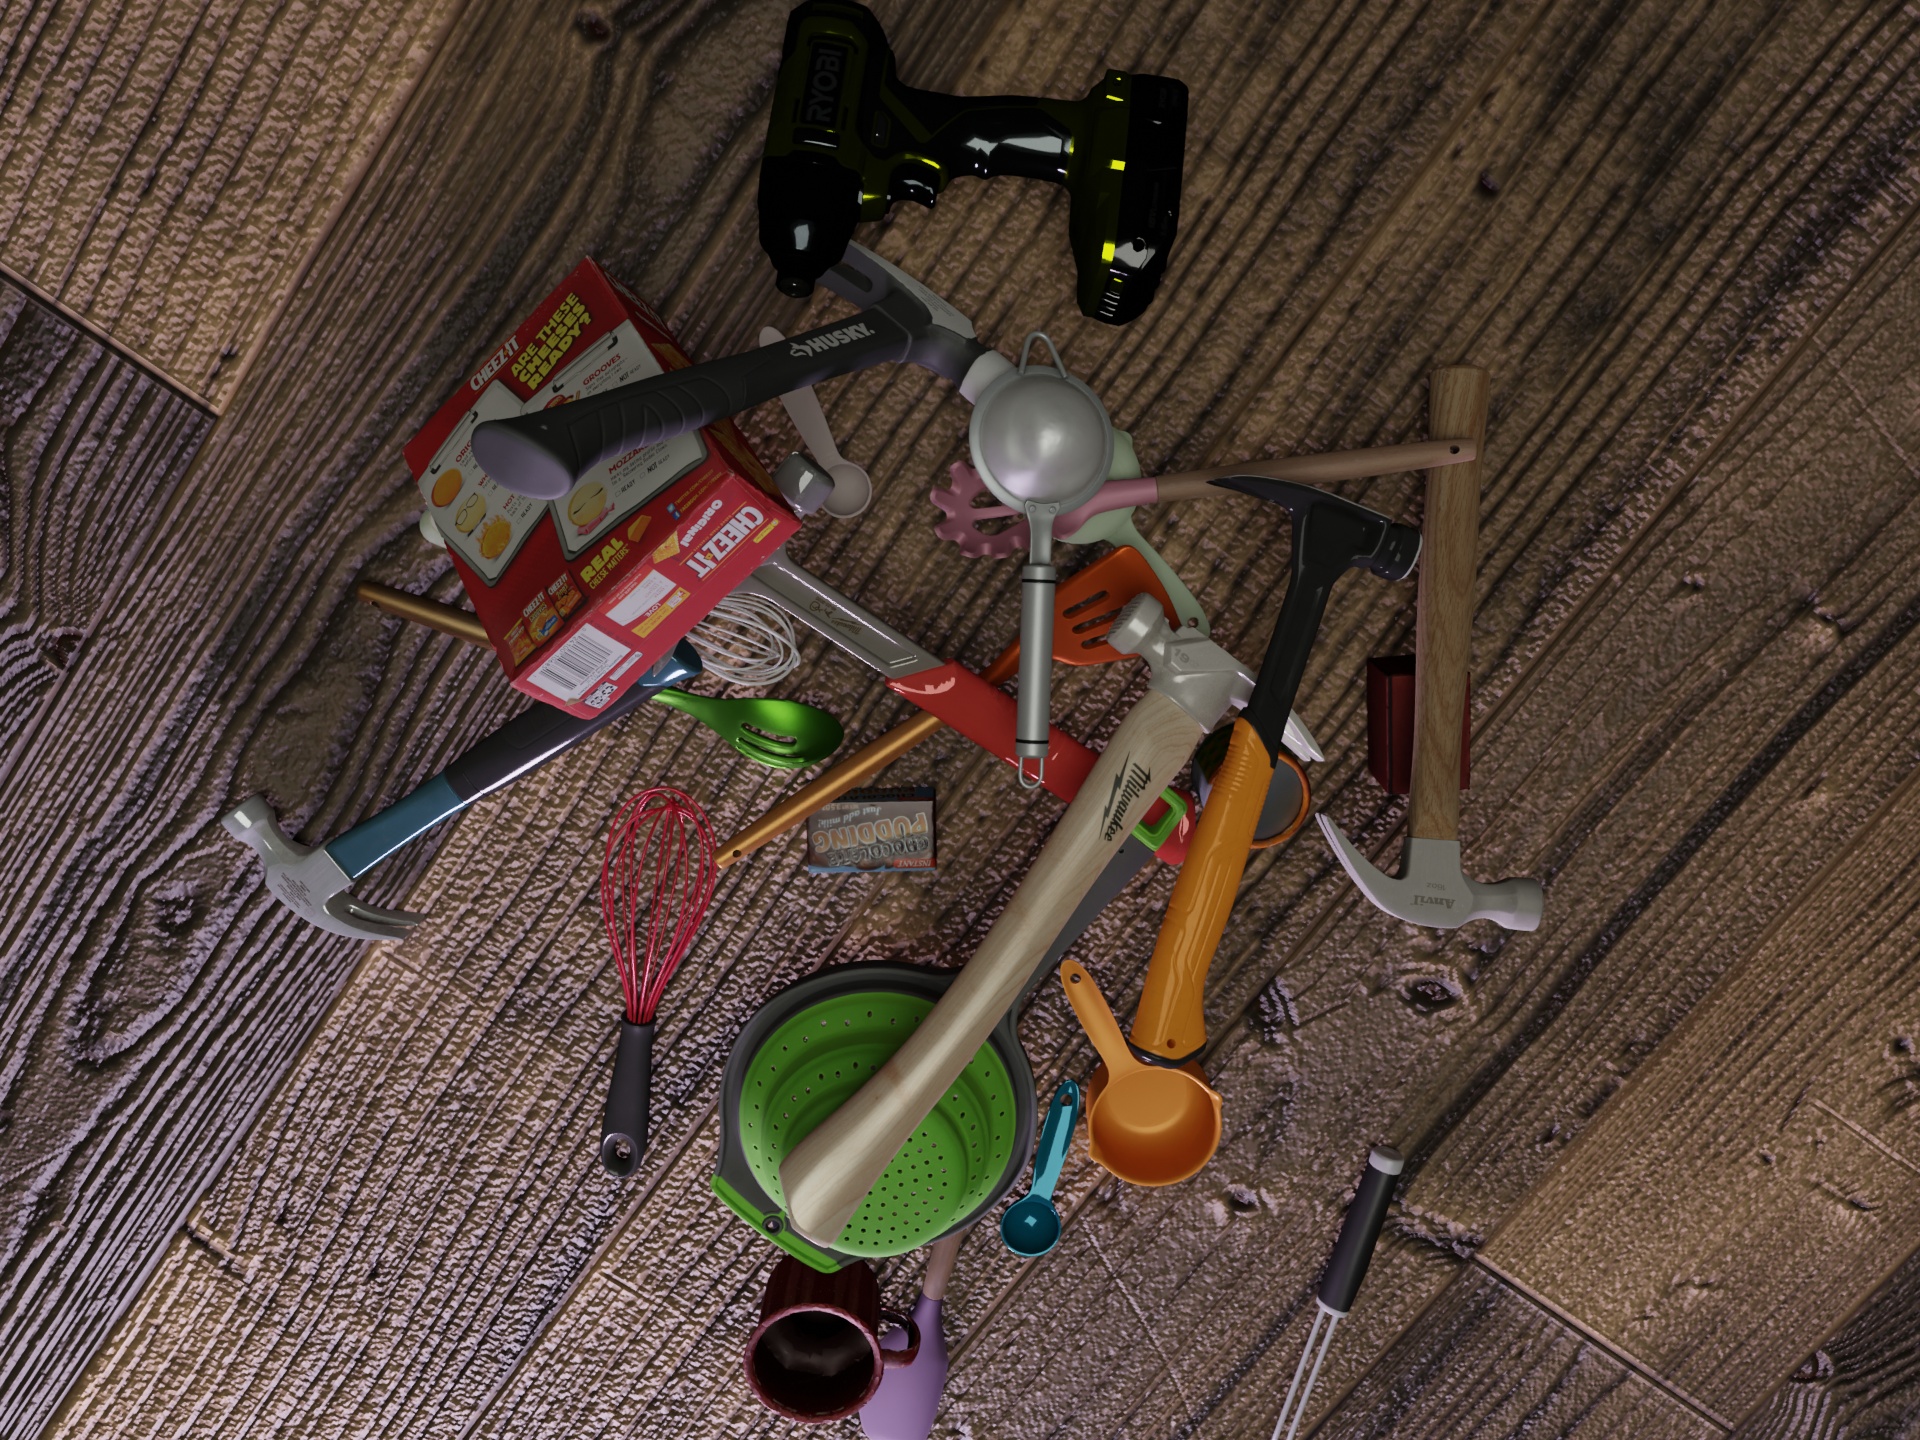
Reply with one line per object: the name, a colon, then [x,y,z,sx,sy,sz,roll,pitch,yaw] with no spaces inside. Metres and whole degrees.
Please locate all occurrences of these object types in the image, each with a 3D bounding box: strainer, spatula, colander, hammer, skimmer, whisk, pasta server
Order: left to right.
hammer: [-0.301,0.033,0.985,0.331,0.033,0.128,-30,105,17]
whisk: [-0.214,-0.080,0.975,0.246,0.059,0.058,21,66,-2]
whisk: [-0.207,0.177,1.037,0.073,0.073,0.295,10,111,-3]
hammer: [-0.112,-0.179,0.815,0.146,0.335,0.035,42,131,12]
spatula: [-0.015,0.002,0.982,0.322,0.041,0.081,-34,119,0]
spatula: [-0.015,0.378,1.110,0.060,0.018,0.316,15,105,-1]
hammer: [-0.002,-0.003,0.951,0.358,0.037,0.149,33,104,-24]
colander: [0.001,0.198,0.964,0.204,0.094,0.397,39,100,-9]
hammer: [0.042,0.130,0.919,0.146,0.038,0.410,37,84,-6]
strainer: [0.046,-0.090,0.887,0.087,0.050,0.258,1,95,-17]
pasta server: [0.141,-0.138,0.920,0.316,0.040,0.060,-7,91,2]
hammer: [0.154,0.031,0.899,0.127,0.034,0.337,18,90,-14]
skimmer: [0.230,0.468,1.098,0.127,0.090,0.363,22,104,26]
hammer: [0.283,-0.045,0.940,0.130,0.031,0.331,4,87,0]

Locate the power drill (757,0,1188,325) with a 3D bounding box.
power drill: [0.004,-0.295,0.870,0.223,0.080,0.171,8,72,-4]

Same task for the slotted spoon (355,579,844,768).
slotted spoon: [-0.225,-0.030,0.989,0.313,0.031,0.070,19,145,-1]

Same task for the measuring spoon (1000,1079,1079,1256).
measuring spoon: [0.059,0.305,1.095,0.042,0.021,0.128,15,96,-3]

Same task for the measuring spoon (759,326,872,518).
measuring spoon: [-0.090,-0.181,0.963,0.034,0.018,0.124,-25,97,6]

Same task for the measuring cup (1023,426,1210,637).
measuring cup: [0.100,-0.110,0.967,0.083,0.038,0.167,-39,100,9]

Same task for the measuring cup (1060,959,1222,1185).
measuring cup: [0.107,0.222,1.052,0.095,0.052,0.173,-27,102,7]
